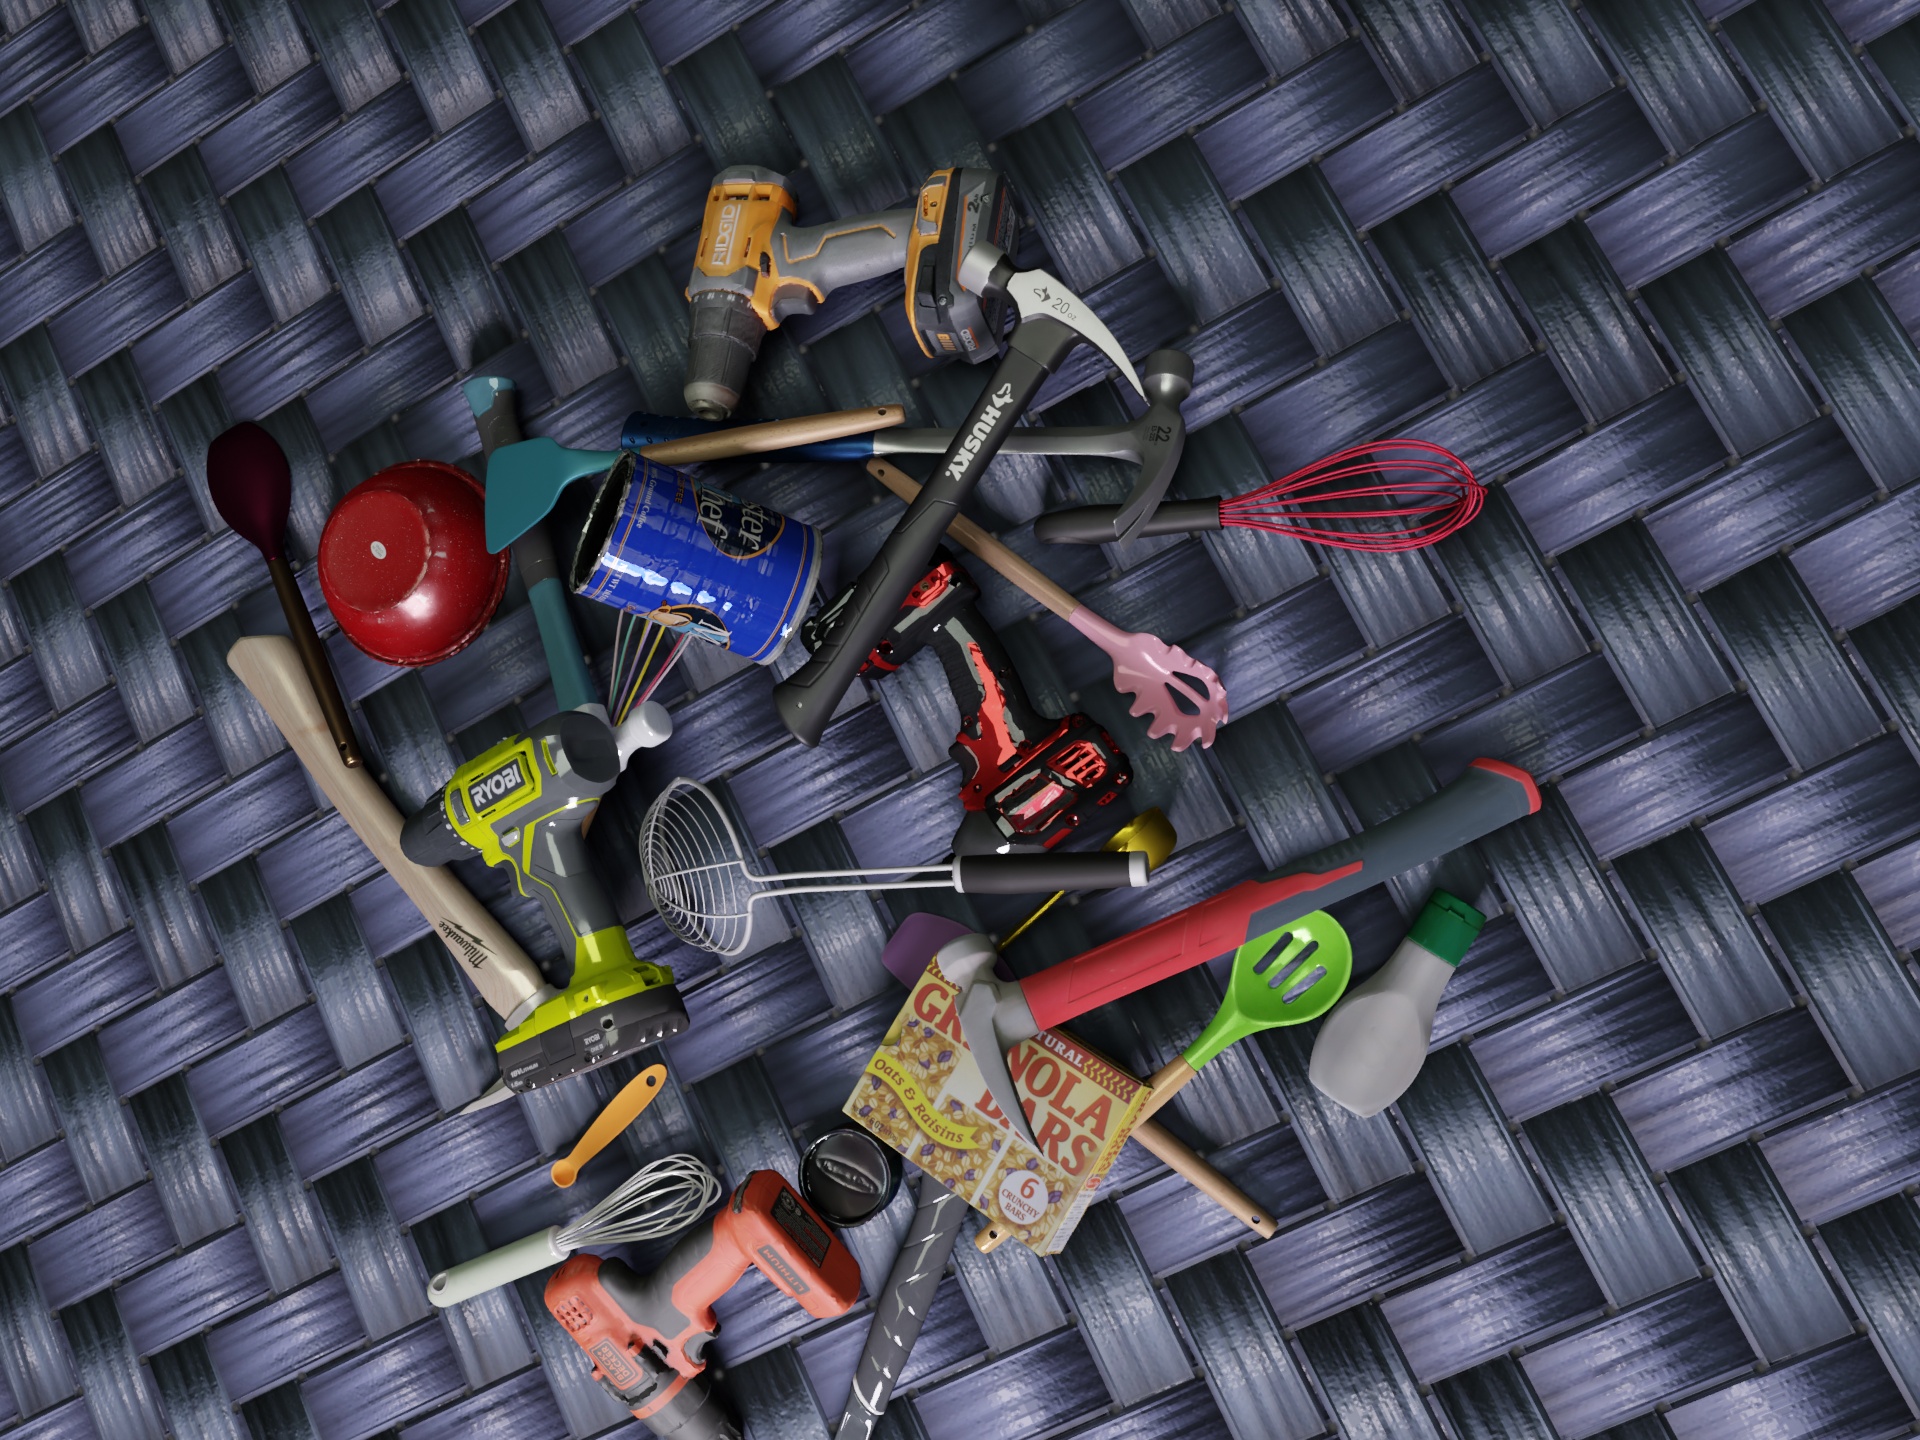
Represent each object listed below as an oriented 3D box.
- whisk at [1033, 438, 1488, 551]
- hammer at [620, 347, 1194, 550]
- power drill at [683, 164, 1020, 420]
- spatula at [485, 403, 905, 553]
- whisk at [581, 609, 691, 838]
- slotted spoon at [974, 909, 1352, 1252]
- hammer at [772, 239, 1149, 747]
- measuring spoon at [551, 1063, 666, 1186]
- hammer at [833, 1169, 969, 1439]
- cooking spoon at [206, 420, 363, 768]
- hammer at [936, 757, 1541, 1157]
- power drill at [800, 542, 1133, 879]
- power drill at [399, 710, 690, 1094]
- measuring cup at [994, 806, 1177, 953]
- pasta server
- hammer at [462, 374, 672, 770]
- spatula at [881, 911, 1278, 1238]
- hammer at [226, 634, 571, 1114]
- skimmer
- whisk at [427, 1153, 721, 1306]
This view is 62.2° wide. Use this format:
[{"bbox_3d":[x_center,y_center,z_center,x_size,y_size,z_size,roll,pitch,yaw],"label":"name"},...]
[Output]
[{"bbox_3d":[0.190,-0.138,1.042,0.296,0.073,0.073,-3,85,19],"label":"whisk"},{"bbox_3d":[-0.048,-0.189,1.099,0.405,0.035,0.144,3,63,18],"label":"hammer"},{"bbox_3d":[-0.085,-0.294,1.099,0.226,0.084,0.185,5,74,17],"label":"power drill"},{"bbox_3d":[-0.191,-0.183,1.105,0.317,0.044,0.082,-8,71,8],"label":"spatula"},{"bbox_3d":[-0.246,-0.005,1.153,0.047,0.051,0.245,27,97,35],"label":"whisk"},{"bbox_3d":[0.127,0.236,1.026,0.314,0.031,0.070,-43,75,3],"label":"slotted spoon"},{"bbox_3d":[-0.016,-0.127,1.017,0.146,0.035,0.335,34,98,10],"label":"hammer"},{"bbox_3d":[-0.251,0.290,1.143,0.021,0.011,0.117,44,93,13],"label":"measuring spoon"},{"bbox_3d":[-0.064,0.474,1.068,0.149,0.036,0.409,21,91,14],"label":"hammer"},{"bbox_3d":[-0.515,-0.100,1.217,0.069,0.017,0.319,-30,71,5],"label":"cooking spoon"},{"bbox_3d":[0.185,0.132,0.988,0.386,0.038,0.143,-24,61,0],"label":"hammer"},{"bbox_3d":[-0.002,-0.003,1.071,0.143,0.078,0.220,-40,80,10],"label":"power drill"},{"bbox_3d":[-0.289,0.128,1.081,0.190,0.080,0.228,-27,79,29],"label":"power drill"},{"bbox_3d":[0.081,0.117,1.055,0.156,0.062,0.029,-43,92,16],"label":"measuring cup"},{"bbox_3d":[0.054,-0.088,1.081,0.316,0.040,0.060,38,112,15],"label":"pasta server"},{"bbox_3d":[-0.304,-0.109,1.154,0.128,0.033,0.331,-29,71,27],"label":"hammer"},{"bbox_3d":[0.079,0.235,1.059,0.316,0.018,0.060,37,92,15],"label":"spatula"},{"bbox_3d":[-0.428,0.099,1.189,0.146,0.038,0.411,-44,77,8],"label":"hammer"},{"bbox_3d":[-0.052,0.093,1.057,0.363,0.090,0.127,-4,104,15],"label":"skimmer"},{"bbox_3d":[-0.277,0.367,1.127,0.246,0.059,0.058,-25,43,15],"label":"whisk"}]
